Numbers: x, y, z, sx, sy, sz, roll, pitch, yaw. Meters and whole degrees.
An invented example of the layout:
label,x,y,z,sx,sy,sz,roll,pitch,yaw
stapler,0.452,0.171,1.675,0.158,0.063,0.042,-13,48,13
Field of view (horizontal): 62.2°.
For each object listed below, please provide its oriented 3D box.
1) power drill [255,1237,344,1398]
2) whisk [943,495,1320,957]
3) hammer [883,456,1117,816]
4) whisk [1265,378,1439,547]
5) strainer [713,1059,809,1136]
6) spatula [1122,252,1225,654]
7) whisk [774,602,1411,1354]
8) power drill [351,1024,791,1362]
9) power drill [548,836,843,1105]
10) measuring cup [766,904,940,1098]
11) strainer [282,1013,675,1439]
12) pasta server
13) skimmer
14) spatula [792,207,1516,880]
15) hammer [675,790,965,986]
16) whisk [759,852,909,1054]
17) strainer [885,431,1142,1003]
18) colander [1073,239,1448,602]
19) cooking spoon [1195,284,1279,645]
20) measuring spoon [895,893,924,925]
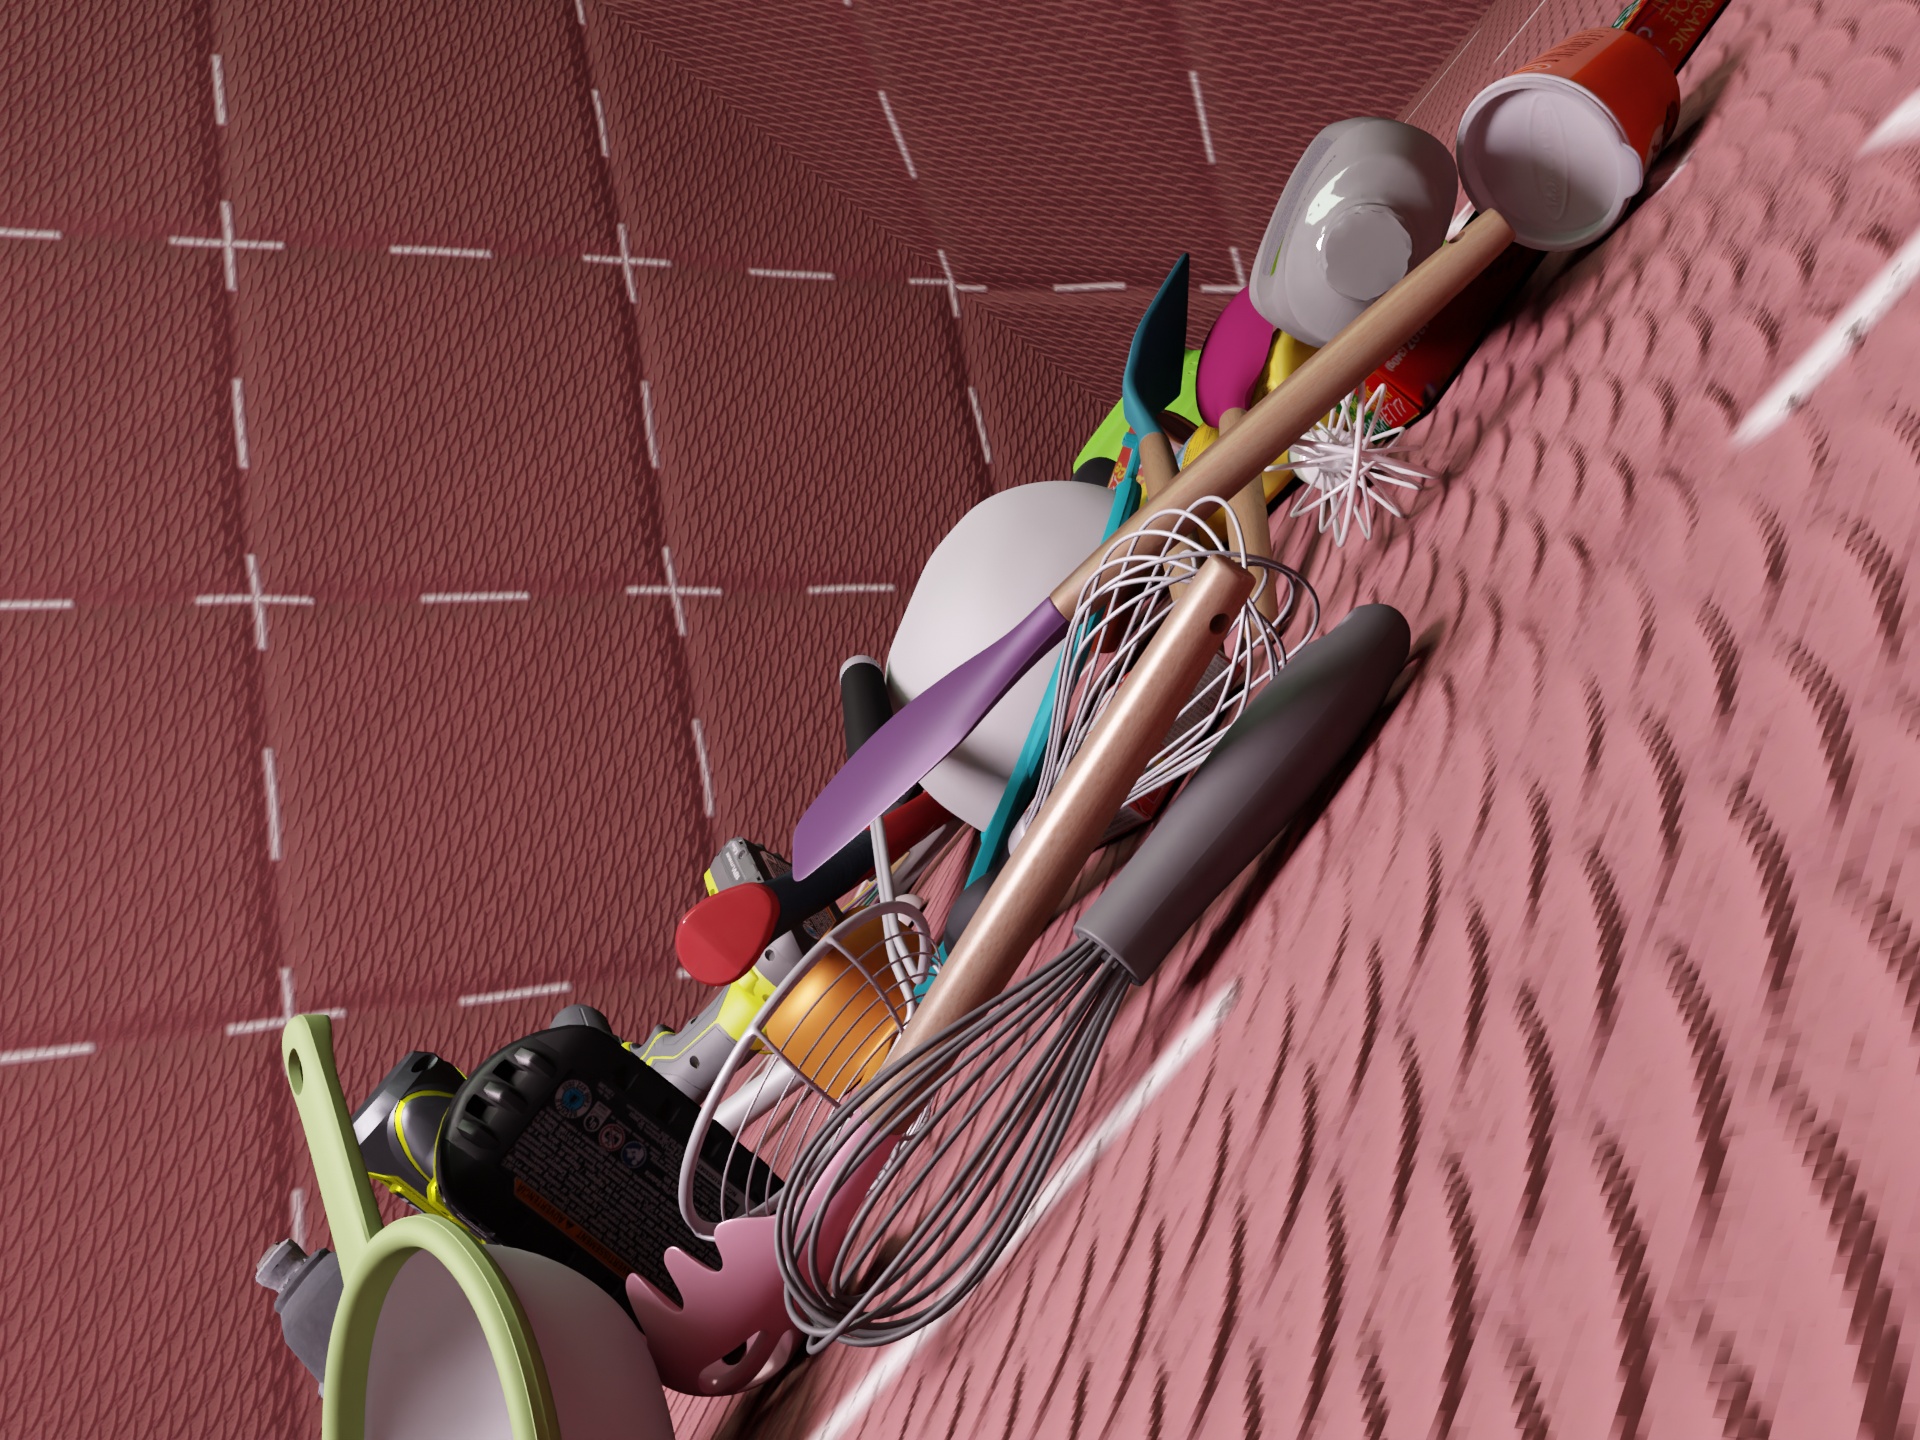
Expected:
label,x,y,z,sx,sy,sz,roll,pitch,yaw
power drill,-0.259,0.305,0.776,0.084,0.164,0.226,-54,2,-21
whisk,0.038,0.027,0.531,0.070,0.070,0.284,-54,-5,-34
hammer,0.017,-0.037,1.081,0.334,0.035,0.146,-57,-13,30
whisk,0.146,-0.103,0.624,0.246,0.058,0.059,-49,-37,-77
strainer,-0.152,0.240,0.870,0.258,0.050,0.087,-38,33,16
spatula,0.105,-0.118,0.743,0.318,0.044,0.082,-92,0,-51
whisk,0.038,0.059,0.401,0.239,0.055,0.055,-48,2,-12
power drill,-0.159,0.200,0.651,0.080,0.171,0.223,-54,12,-29
power drill,-0.173,0.188,0.993,0.228,0.080,0.191,-49,38,8
measuring cup,-0.055,0.135,0.730,0.095,0.052,0.173,-52,1,3
strainer,-0.151,0.184,0.490,0.069,0.257,0.151,5,-57,-39
pasta server,-0.012,0.086,0.446,0.316,0.060,0.040,-59,41,20
skimmer,-0.060,0.056,0.651,0.364,0.090,0.127,-102,26,-61
spatula,0.053,-0.054,0.533,0.316,0.018,0.060,-41,23,16
hammer,-0.062,0.084,0.863,0.143,0.038,0.386,-49,-7,17
whisk,-0.070,0.127,1.083,0.245,0.047,0.051,-49,-21,-30
strainer,-0.001,-0.003,0.796,0.341,0.095,0.210,-67,-1,-47
colander,0.165,-0.205,0.994,0.204,0.094,0.397,-53,4,-22
cooking spoon,0.126,-0.125,0.721,0.068,0.017,0.319,-57,14,33
measuring spoon,-0.061,0.146,0.995,0.124,0.018,0.034,-50,4,37
